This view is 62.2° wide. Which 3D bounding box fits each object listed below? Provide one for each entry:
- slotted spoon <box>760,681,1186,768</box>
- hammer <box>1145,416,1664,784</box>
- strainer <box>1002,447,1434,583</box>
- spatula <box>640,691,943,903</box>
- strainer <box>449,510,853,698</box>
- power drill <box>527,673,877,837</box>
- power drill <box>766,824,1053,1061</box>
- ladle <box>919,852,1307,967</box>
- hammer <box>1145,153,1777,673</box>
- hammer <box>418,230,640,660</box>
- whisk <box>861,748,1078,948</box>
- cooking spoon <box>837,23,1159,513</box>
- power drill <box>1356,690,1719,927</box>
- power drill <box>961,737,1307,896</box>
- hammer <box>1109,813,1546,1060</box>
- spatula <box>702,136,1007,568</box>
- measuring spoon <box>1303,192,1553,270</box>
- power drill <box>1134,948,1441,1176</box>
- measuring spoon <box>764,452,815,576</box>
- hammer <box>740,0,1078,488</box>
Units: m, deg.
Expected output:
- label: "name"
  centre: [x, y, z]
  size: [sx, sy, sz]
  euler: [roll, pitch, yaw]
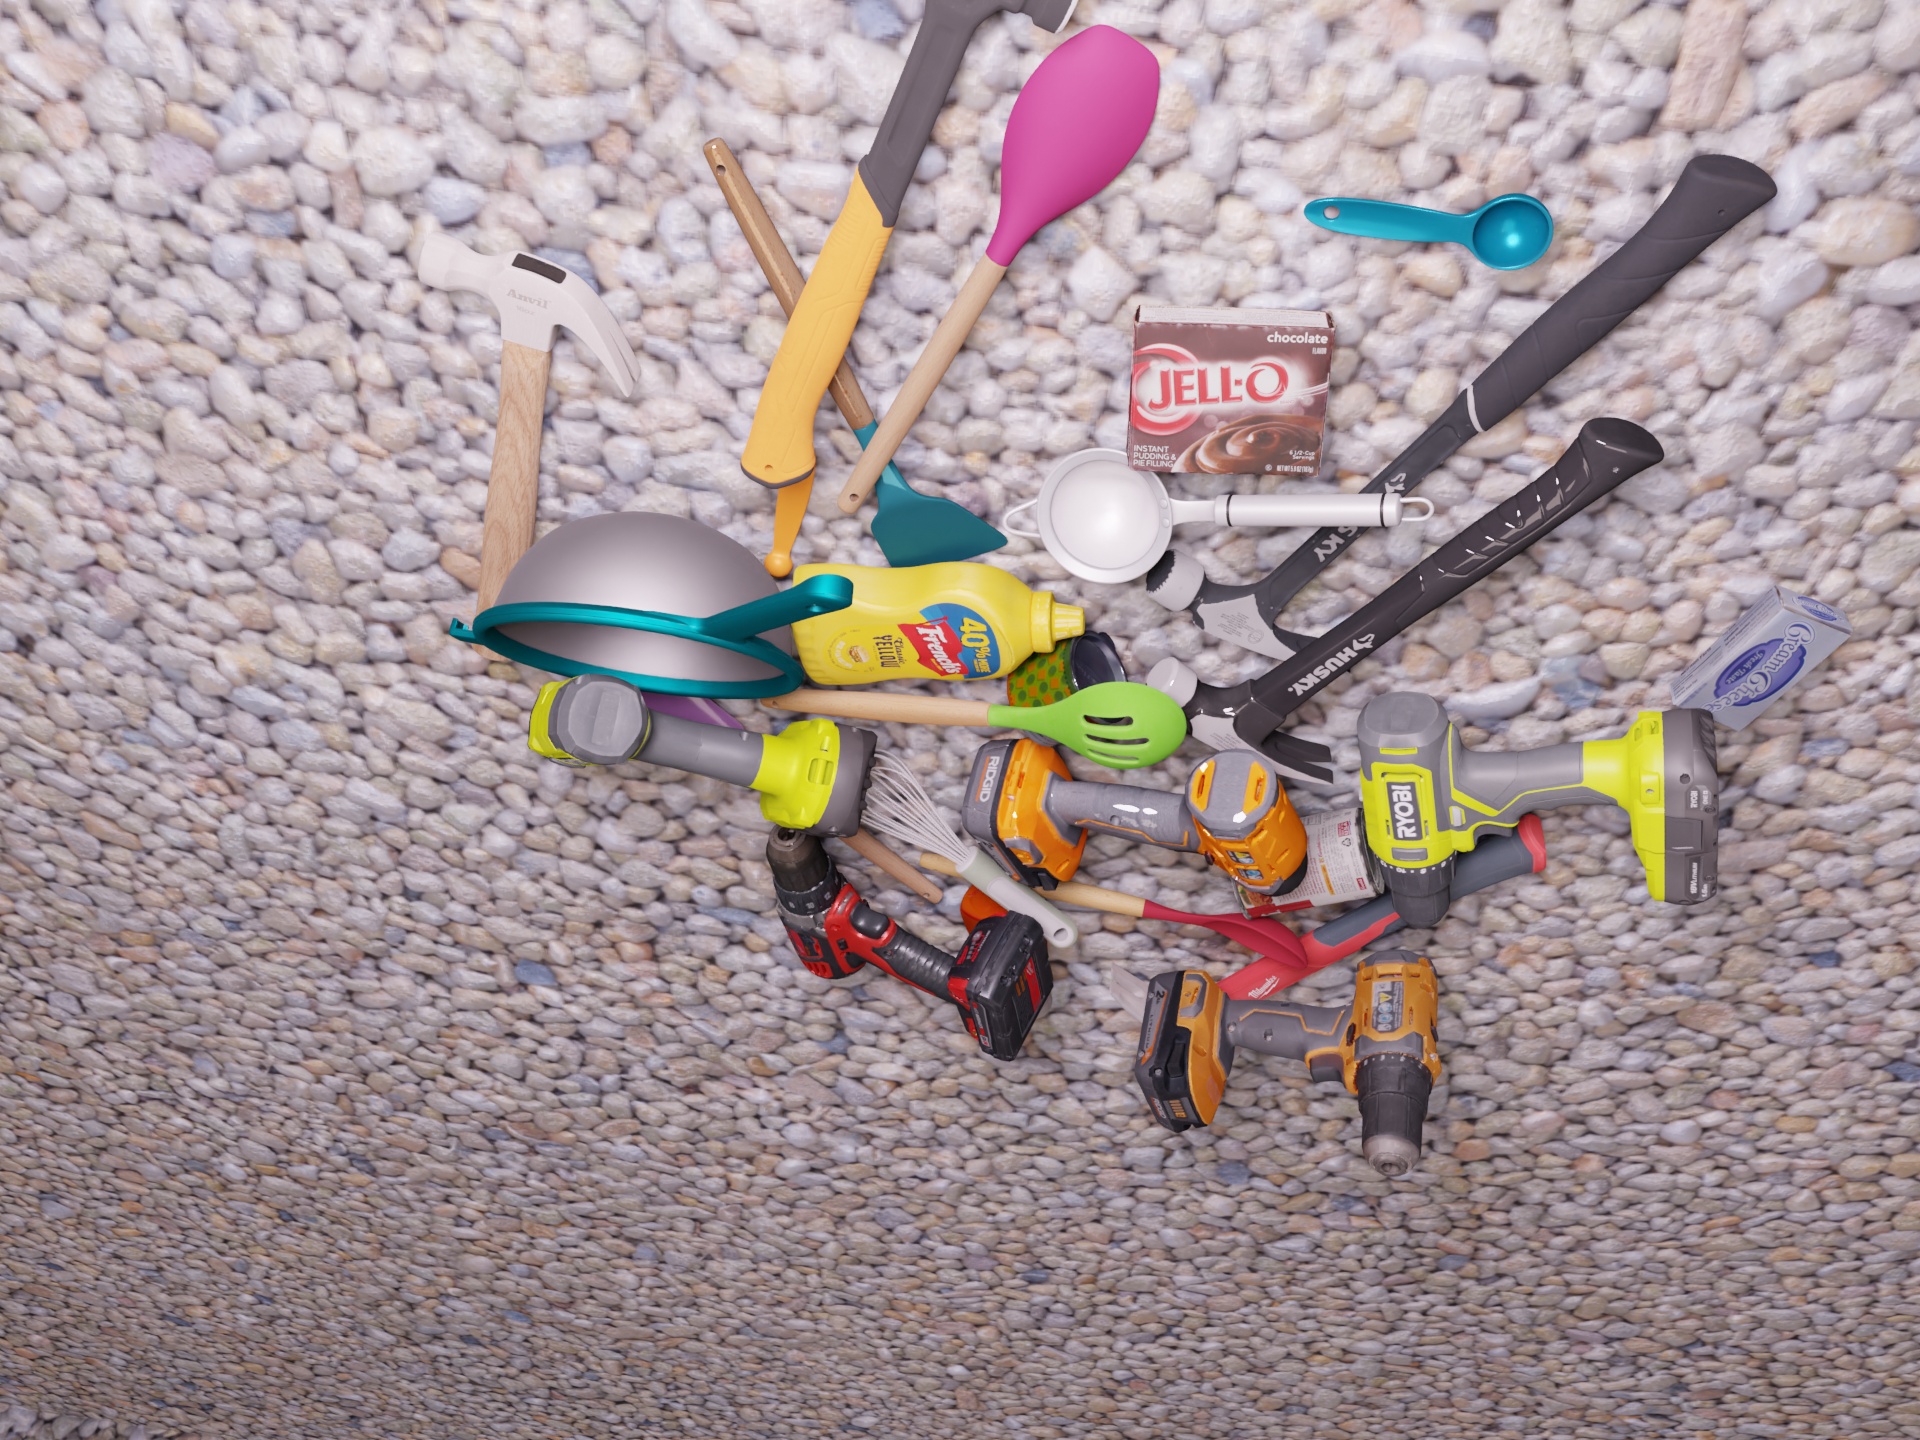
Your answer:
- label: "slotted spoon"
  centre: [-0.002, -0.003, 1.077]
  size: [0.314, 0.031, 0.070]
  euler: [5, 129, 26]
- label: "hammer"
  centre: [0.279, -0.071, 0.980]
  size: [0.146, 0.035, 0.334]
  euler: [31, 131, -24]
- label: "strainer"
  centre: [0.152, -0.125, 0.957]
  size: [0.258, 0.050, 0.086]
  euler: [3, 115, 25]
- label: "spatula"
  centre: [-0.130, 0.058, 1.243]
  size: [0.315, 0.018, 0.060]
  euler: [38, 126, -26]
- label: "strainer"
  centre: [-0.163, -0.087, 0.981]
  size: [0.210, 0.095, 0.340]
  euler: [15, 166, -35]
- label: "power drill"
  centre: [-0.186, 0.021, 1.115]
  size: [0.223, 0.080, 0.171]
  euler: [15, 172, -23]
- label: "power drill"
  centre: [-0.049, 0.166, 1.256]
  size: [0.227, 0.080, 0.187]
  euler: [18, 147, 23]
- label: "ladle"
  centre: [0.120, 0.144, 1.260]
  size: [0.315, 0.031, 0.069]
  euler: [12, 161, 10]
- label: "hammer"
  centre: [0.290, -0.165, 0.928]
  size: [0.149, 0.036, 0.409]
  euler: [27, 133, -20]
- label: "hammer"
  centre: [-0.288, -0.156, 1.035]
  size: [0.130, 0.031, 0.331]
  euler: [16, 137, -7]
- label: "whisk"
  centre: [-0.001, 0.102, 1.223]
  size: [0.246, 0.059, 0.058]
  euler: [39, 100, -18]
- label: "cooking spoon"
  centre: [0.008, -0.236, 0.886]
  size: [0.068, 0.017, 0.318]
  euler: [25, 126, -16]
- label: "power drill"
  centre: [0.394, 0.069, 1.097]
  size: [0.228, 0.080, 0.190]
  euler: [-1, 127, 23]
- label: "power drill"
  centre: [0.133, 0.078, 1.133]
  size: [0.226, 0.084, 0.164]
  euler: [2, 153, 28]
- label: "hammer"
  centre: [0.292, 0.168, 1.274]
  size: [0.143, 0.038, 0.386]
  euler: [33, 132, -22]
- label: "spatula"
  centre: [-0.070, -0.205, 0.955]
  size: [0.082, 0.044, 0.317]
  euler: [-13, 128, 22]
- label: "measuring spoon"
  centre: [0.248, -0.268, 0.845]
  size: [0.128, 0.021, 0.042]
  euler: [11, 138, 12]
- label: "power drill"
  centre: [0.254, 0.268, 1.227]
  size: [0.226, 0.185, 0.084]
  euler: [-8, 129, 23]
- label: "measuring spoon"
  centre: [-0.112, -0.135, 1.041]
  size: [0.021, 0.011, 0.116]
  euler: [14, 136, -6]
- label: "hammer"
  centre: [-0.061, -0.265, 0.853]
  size: [0.127, 0.034, 0.336]
  euler: [20, 129, -12]
